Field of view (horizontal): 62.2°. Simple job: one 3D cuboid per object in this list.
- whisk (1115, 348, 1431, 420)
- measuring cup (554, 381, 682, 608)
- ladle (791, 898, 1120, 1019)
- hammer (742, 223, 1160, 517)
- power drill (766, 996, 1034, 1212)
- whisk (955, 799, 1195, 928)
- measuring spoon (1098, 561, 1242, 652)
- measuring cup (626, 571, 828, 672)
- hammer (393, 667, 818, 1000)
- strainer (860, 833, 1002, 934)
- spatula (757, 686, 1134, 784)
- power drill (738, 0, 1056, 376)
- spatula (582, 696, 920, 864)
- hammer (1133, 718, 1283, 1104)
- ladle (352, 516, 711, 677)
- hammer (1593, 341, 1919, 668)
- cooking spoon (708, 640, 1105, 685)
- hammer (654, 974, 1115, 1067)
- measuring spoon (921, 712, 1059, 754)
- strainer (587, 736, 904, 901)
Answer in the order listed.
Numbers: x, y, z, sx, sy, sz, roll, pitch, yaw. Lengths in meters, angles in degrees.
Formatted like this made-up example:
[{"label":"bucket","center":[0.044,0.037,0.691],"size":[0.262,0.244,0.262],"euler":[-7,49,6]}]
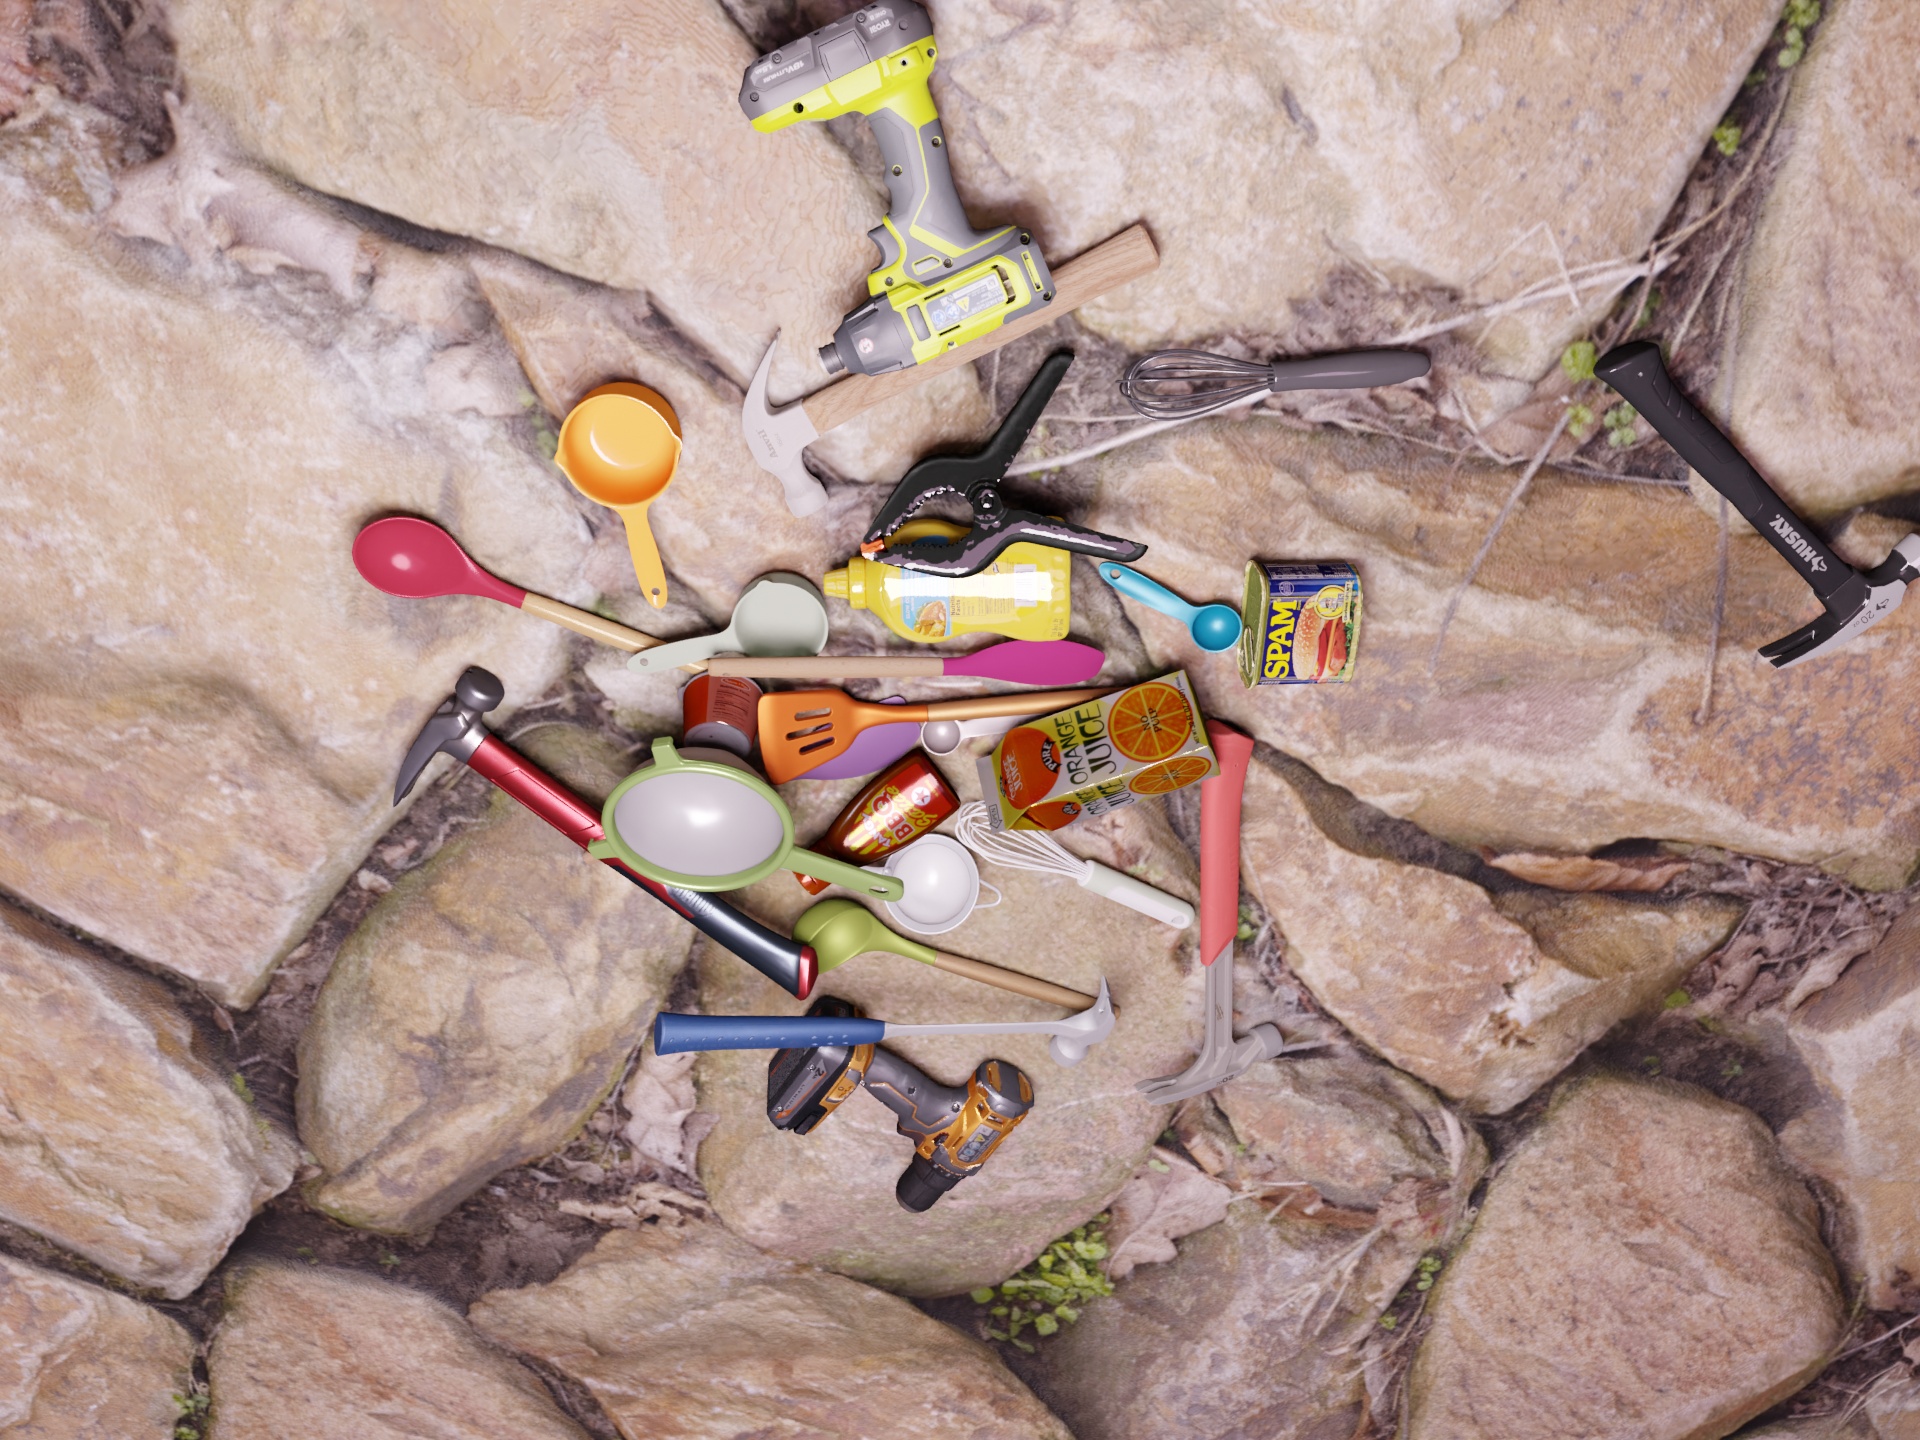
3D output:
[{"label":"whisk","center":[0.233,-0.256,1.181],"size":[0.239,0.055,0.055],"euler":[-6,118,-4]},{"label":"measuring cup","center":[-0.246,-0.172,1.209],"size":[0.095,0.052,0.173],"euler":[-8,120,2]},{"label":"ladle","center":[0.001,0.229,1.428],"size":[0.320,0.062,0.078],"euler":[19,119,-14]},{"label":"hammer","center":[-0.011,-0.276,1.171],"size":[0.331,0.031,0.130],"euler":[-25,116,11]},{"label":"power drill","center":[-0.070,0.369,1.490],"size":[0.226,0.084,0.185],"euler":[26,116,-20]},{"label":"whisk","center":[0.102,0.130,1.384],"size":[0.246,0.059,0.057],"euler":[25,127,-19]},{"label":"measuring spoon","center":[0.169,-0.098,1.284],"size":[0.128,0.021,0.042],"euler":[28,115,-5]},{"label":"measuring cup","center":[-0.186,-0.071,1.273],"size":[0.167,0.038,0.083],"euler":[-14,118,8]},{"label":"hammer","center":[-0.288,0.123,1.335],"size":[0.386,0.038,0.143],"euler":[37,113,-8]},{"label":"strainer","center":[-0.092,0.130,1.381],"size":[0.258,0.050,0.087],"euler":[10,87,0]},{"label":"spatula","center":[-0.002,-0.004,1.301],"size":[0.322,0.041,0.081],"euler":[-5,112,-2]},{"label":"power drill","center":[-0.054,-0.355,1.083],"size":[0.171,0.080,0.223],"euler":[-23,110,7]},{"label":"spatula","center":[-0.181,0.060,1.353],"size":[0.316,0.018,0.059],"euler":[-23,117,9]},{"label":"hammer","center":[0.219,0.170,1.393],"size":[0.149,0.037,0.358],"euler":[-15,117,-22]},{"label":"ladle","center":[-0.322,-0.087,1.265],"size":[0.315,0.031,0.069],"euler":[21,115,-14]},{"label":"hammer","center":[0.610,-0.175,1.242],"size":[0.334,0.035,0.146],"euler":[37,111,-19]},{"label":"cooking spoon","center":[-0.040,-0.042,1.269],"size":[0.319,0.017,0.068],"euler":[0,150,-11]},{"label":"hammer","center":[-0.057,0.264,1.372],"size":[0.405,0.035,0.144],"euler":[3,148,-19]},{"label":"measuring spoon","center":[0.028,0.003,1.332],"size":[0.124,0.018,0.034],"euler":[-12,89,-2]},{"label":"strainer","center":[-0.160,0.083,1.286],"size":[0.256,0.069,0.151],"euler":[21,131,-22]}]
